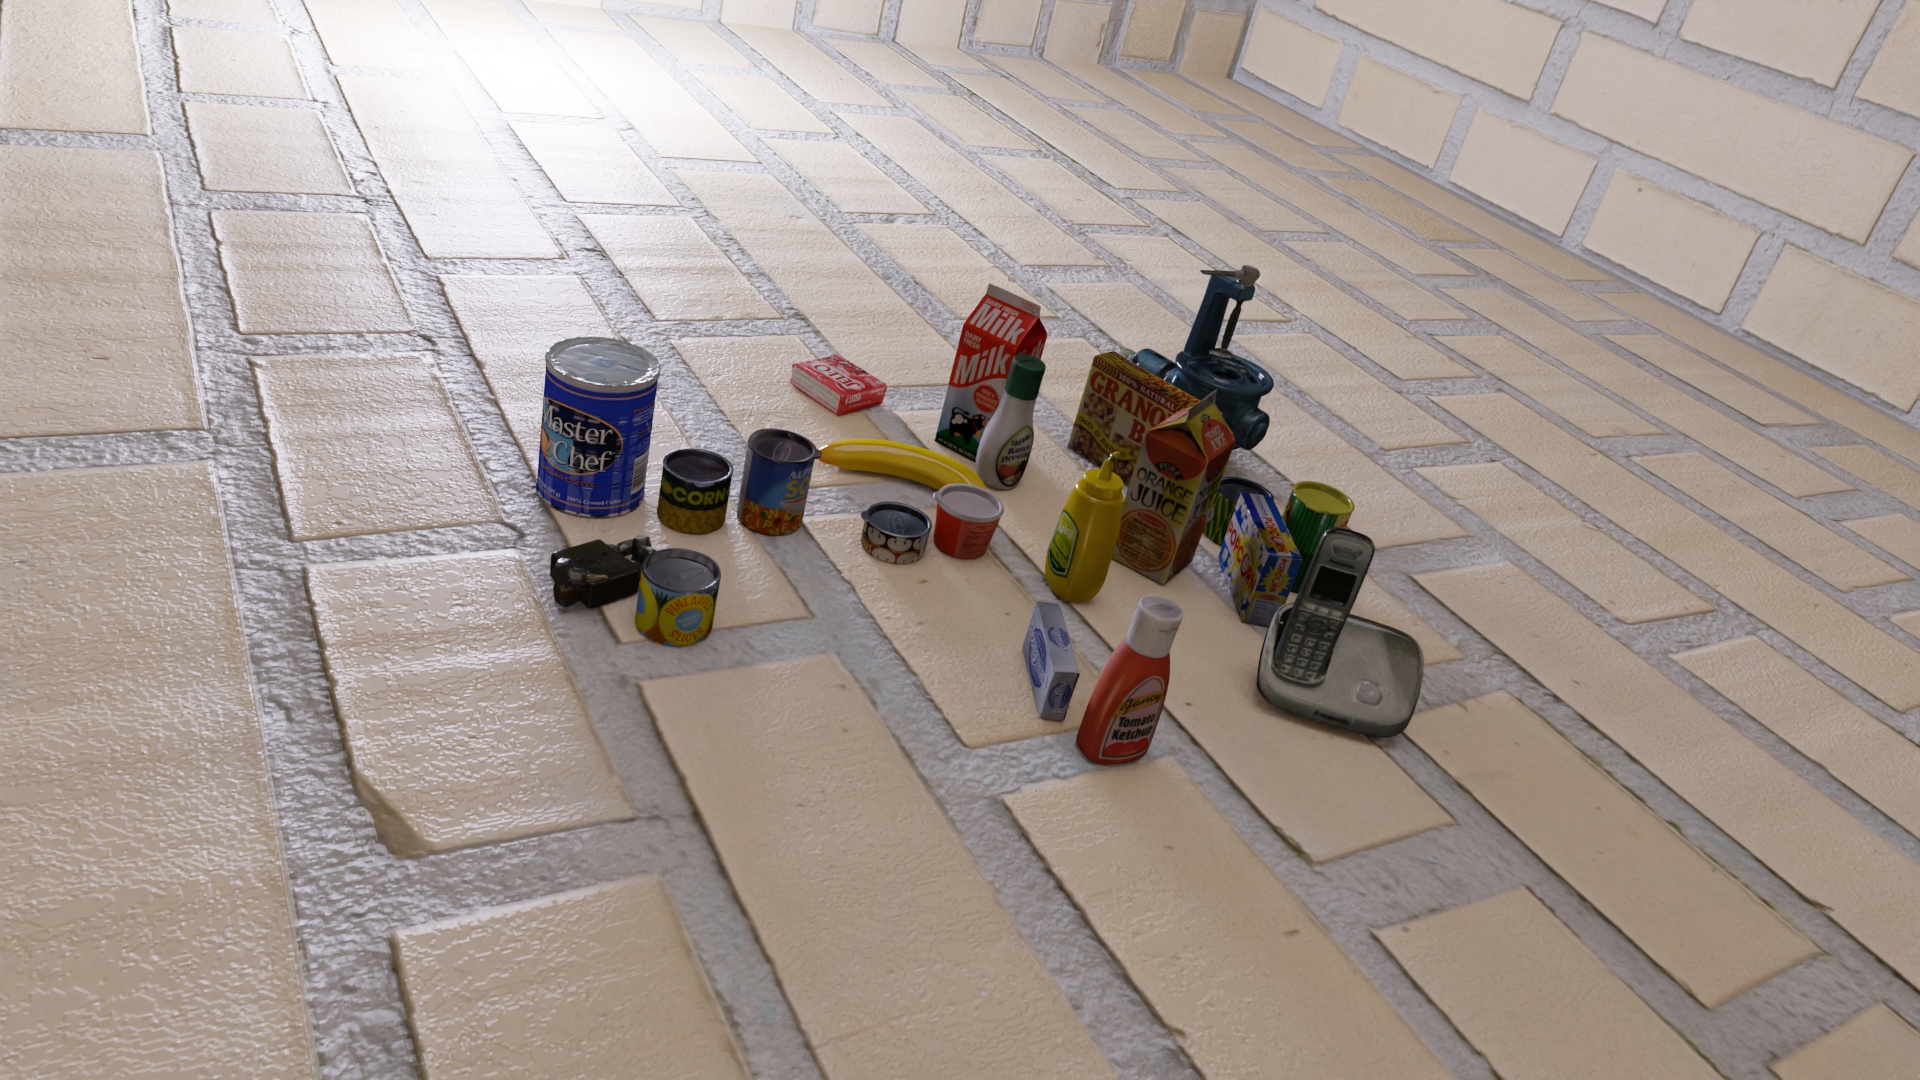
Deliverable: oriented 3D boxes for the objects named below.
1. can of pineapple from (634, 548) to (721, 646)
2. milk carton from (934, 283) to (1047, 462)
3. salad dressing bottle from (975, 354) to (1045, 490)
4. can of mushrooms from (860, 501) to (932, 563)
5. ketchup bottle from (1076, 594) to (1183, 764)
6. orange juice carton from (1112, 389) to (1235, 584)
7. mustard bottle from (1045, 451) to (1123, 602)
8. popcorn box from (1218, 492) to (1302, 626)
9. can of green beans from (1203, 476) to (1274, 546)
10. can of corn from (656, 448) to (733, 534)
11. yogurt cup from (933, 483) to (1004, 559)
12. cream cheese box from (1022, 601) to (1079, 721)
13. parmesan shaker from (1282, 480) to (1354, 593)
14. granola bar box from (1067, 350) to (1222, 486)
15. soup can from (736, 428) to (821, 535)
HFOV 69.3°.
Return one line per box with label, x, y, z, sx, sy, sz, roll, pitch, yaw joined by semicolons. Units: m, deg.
can of pineapple;-0.237;0.049;1.169;0.071;0.057;0.071;11;30;-6
milk carton;0.038;-0.187;1.549;0.072;0.189;0.074;28;32;22
salad dressing bottle;0.056;-0.127;1.499;0.064;0.146;0.044;-14;40;-40
can of mushrooms;-0.066;-0.008;1.361;0.071;0.033;0.071;11;30;-6
ketchup bottle;0.142;0.114;1.133;0.065;0.148;0.044;-3;34;-28
orange juice carton;0.218;-0.059;1.411;0.073;0.191;0.072;28;33;22
mustard bottle;0.124;-0.018;1.334;0.049;0.159;0.065;-1;33;-24
popcorn box;0.305;0.018;1.426;0.038;0.084;0.127;9;30;-9
can of green beans;0.305;-0.029;1.532;0.071;0.057;0.071;11;30;-6
can of corn;-0.252;-0.045;1.319;0.071;0.058;0.071;11;30;-6
yogurt cup;0.005;-0.017;1.387;0.072;0.053;0.073;11;30;-6
cream cheese box;0.078;0.105;1.215;0.024;0.053;0.104;8;31;-12
parmesan shaker;0.365;-0.002;1.467;0.071;0.102;0.071;11;30;-6
granola bar box;0.208;-0.125;1.583;0.039;0.123;0.166;-17;43;-43
soup can;-0.176;-0.055;1.343;0.071;0.083;0.072;11;30;-6
